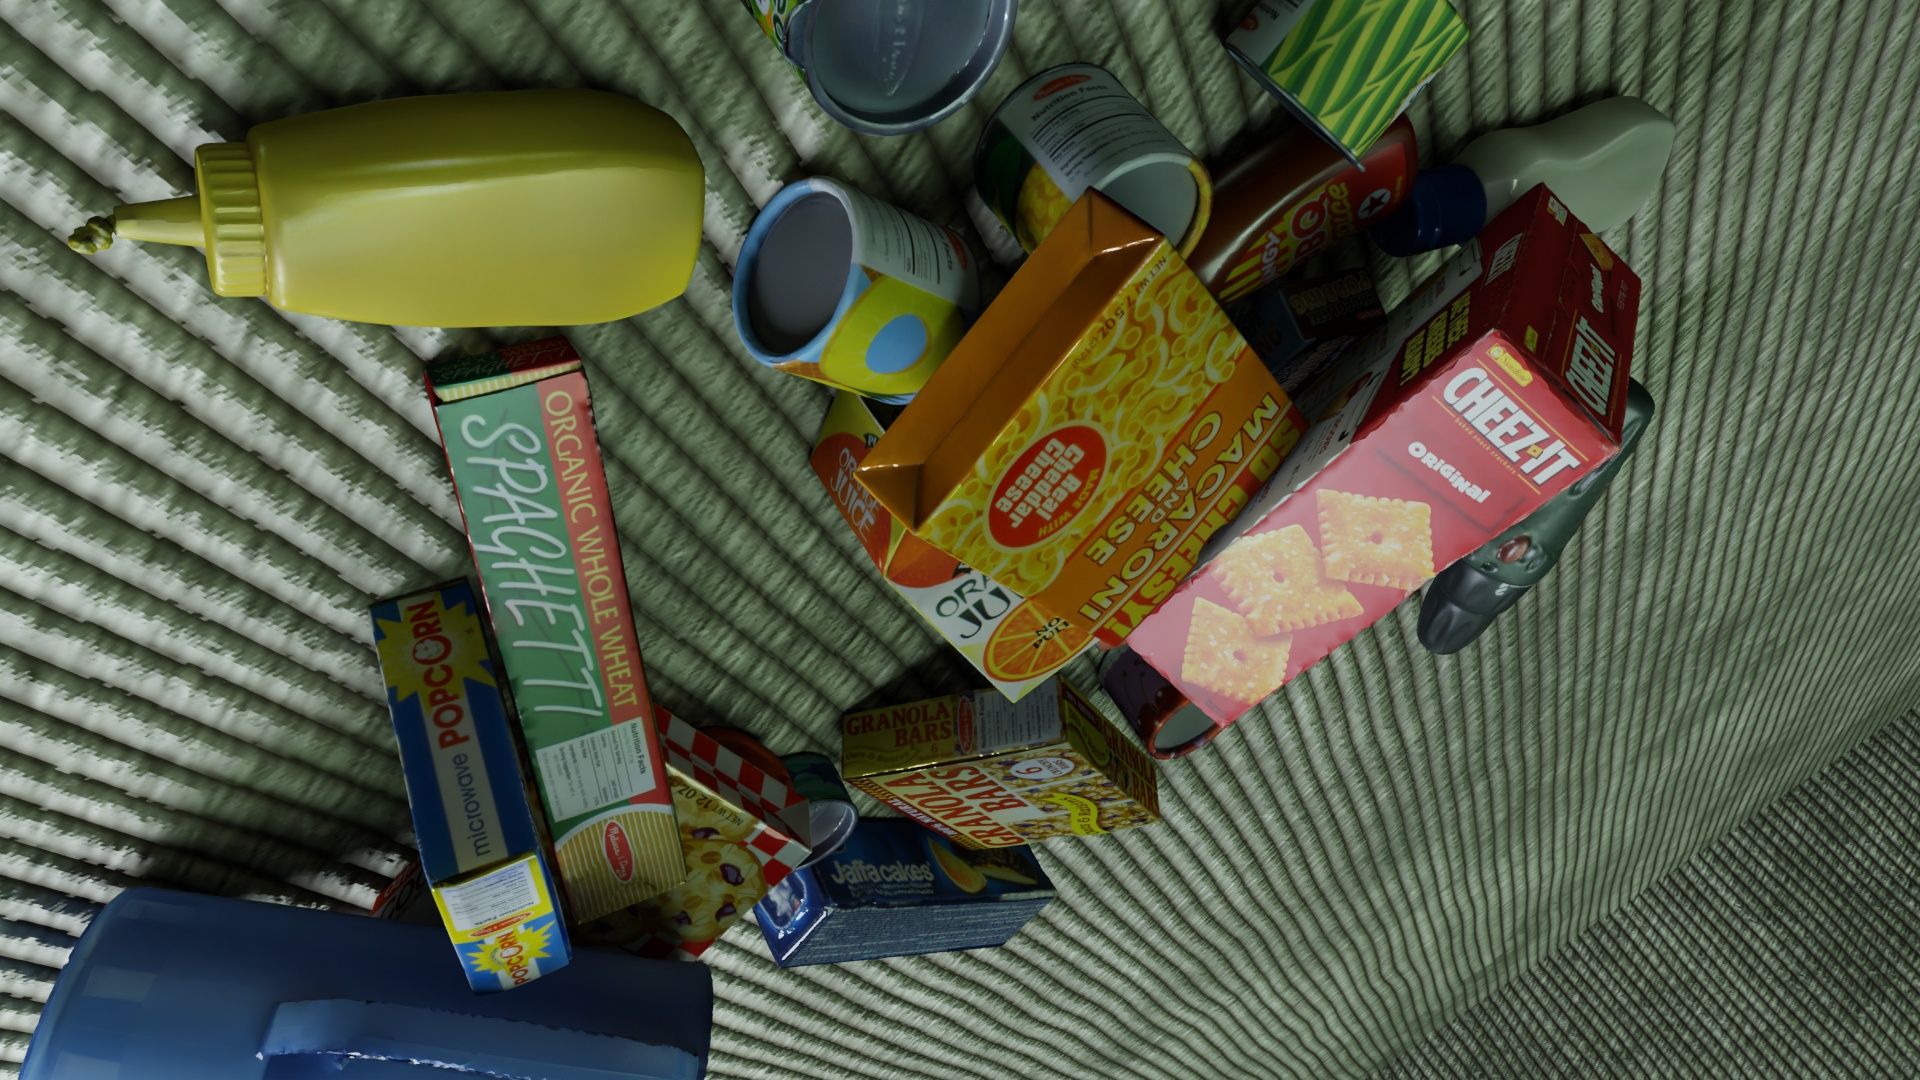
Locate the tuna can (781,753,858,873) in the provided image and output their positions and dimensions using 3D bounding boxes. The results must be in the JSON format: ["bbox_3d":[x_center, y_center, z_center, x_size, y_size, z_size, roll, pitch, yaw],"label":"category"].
[{"bbox_3d":[-0.092,0.145,0.736,0.071,0.033,0.070,-22,144,-17],"label":"tuna can"}]

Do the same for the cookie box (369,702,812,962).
[{"bbox_3d":[-0.169,0.153,0.632,0.123,0.040,0.167,38,107,-26],"label":"cookie box"}]

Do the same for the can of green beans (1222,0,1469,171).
[{"bbox_3d":[0.138,-0.179,0.499,0.057,0.071,0.071,-48,143,19],"label":"can of green beans"}]

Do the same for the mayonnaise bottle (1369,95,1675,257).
[{"bbox_3d":[0.257,-0.163,0.641,0.148,0.041,0.064,-17,142,-21],"label":"mayonnaise bottle"}]

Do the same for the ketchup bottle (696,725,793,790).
[{"bbox_3d":[-0.153,0.155,0.688,0.148,0.044,0.064,-43,135,14],"label":"ketchup bottle"}]

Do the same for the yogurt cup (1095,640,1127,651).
[{"bbox_3d":[0.082,0.020,0.701,0.054,0.072,0.072,-27,146,3],"label":"yogurt cup"}]

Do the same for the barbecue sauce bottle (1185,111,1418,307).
[{"bbox_3d":[0.112,-0.124,0.564,0.149,0.044,0.064,-31,155,-4],"label":"barbecue sauce bottle"}]

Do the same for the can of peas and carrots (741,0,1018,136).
[{"bbox_3d":[-0.028,-0.159,0.395,0.071,0.059,0.070,-21,143,-17],"label":"can of peas and carrots"}]

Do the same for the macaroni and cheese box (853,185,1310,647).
[{"bbox_3d":[0.054,-0.033,0.509,0.123,0.040,0.166,-50,146,6],"label":"macaroni and cheese box"}]

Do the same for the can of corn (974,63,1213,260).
[{"bbox_3d":[0.048,-0.125,0.499,0.071,0.058,0.070,-22,144,-17],"label":"can of corn"}]

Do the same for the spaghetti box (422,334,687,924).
[{"bbox_3d":[-0.145,0.043,0.516,0.050,0.029,0.248,-17,127,-21],"label":"spaghetti box"}]

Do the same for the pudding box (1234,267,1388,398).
[{"bbox_3d":[0.144,-0.087,0.622,0.050,0.030,0.083,-15,166,-26],"label":"pudding box"}]

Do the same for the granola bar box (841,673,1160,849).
[{"bbox_3d":[0.027,0.127,0.761,0.124,0.039,0.165,-13,151,20],"label":"granola bar box"}]

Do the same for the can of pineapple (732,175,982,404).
[{"bbox_3d":[-0.037,-0.083,0.474,0.058,0.071,0.070,13,124,-46],"label":"can of pineapple"}]

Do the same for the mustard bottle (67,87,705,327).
[{"bbox_3d":[-0.153,-0.091,0.384,0.161,0.049,0.065,-9,139,-31],"label":"mustard bottle"}]

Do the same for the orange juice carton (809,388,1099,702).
[{"bbox_3d":[0.002,-0.007,0.592,0.073,0.072,0.192,-37,146,3],"label":"orange juice carton"}]

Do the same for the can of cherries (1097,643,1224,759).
[{"bbox_3d":[0.123,0.088,0.820,0.072,0.058,0.071,-22,144,-17],"label":"can of cherries"}]

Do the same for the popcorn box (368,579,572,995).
[{"bbox_3d":[-0.181,0.090,0.513,0.038,0.127,0.084,-16,142,-18],"label":"popcorn box"}]
